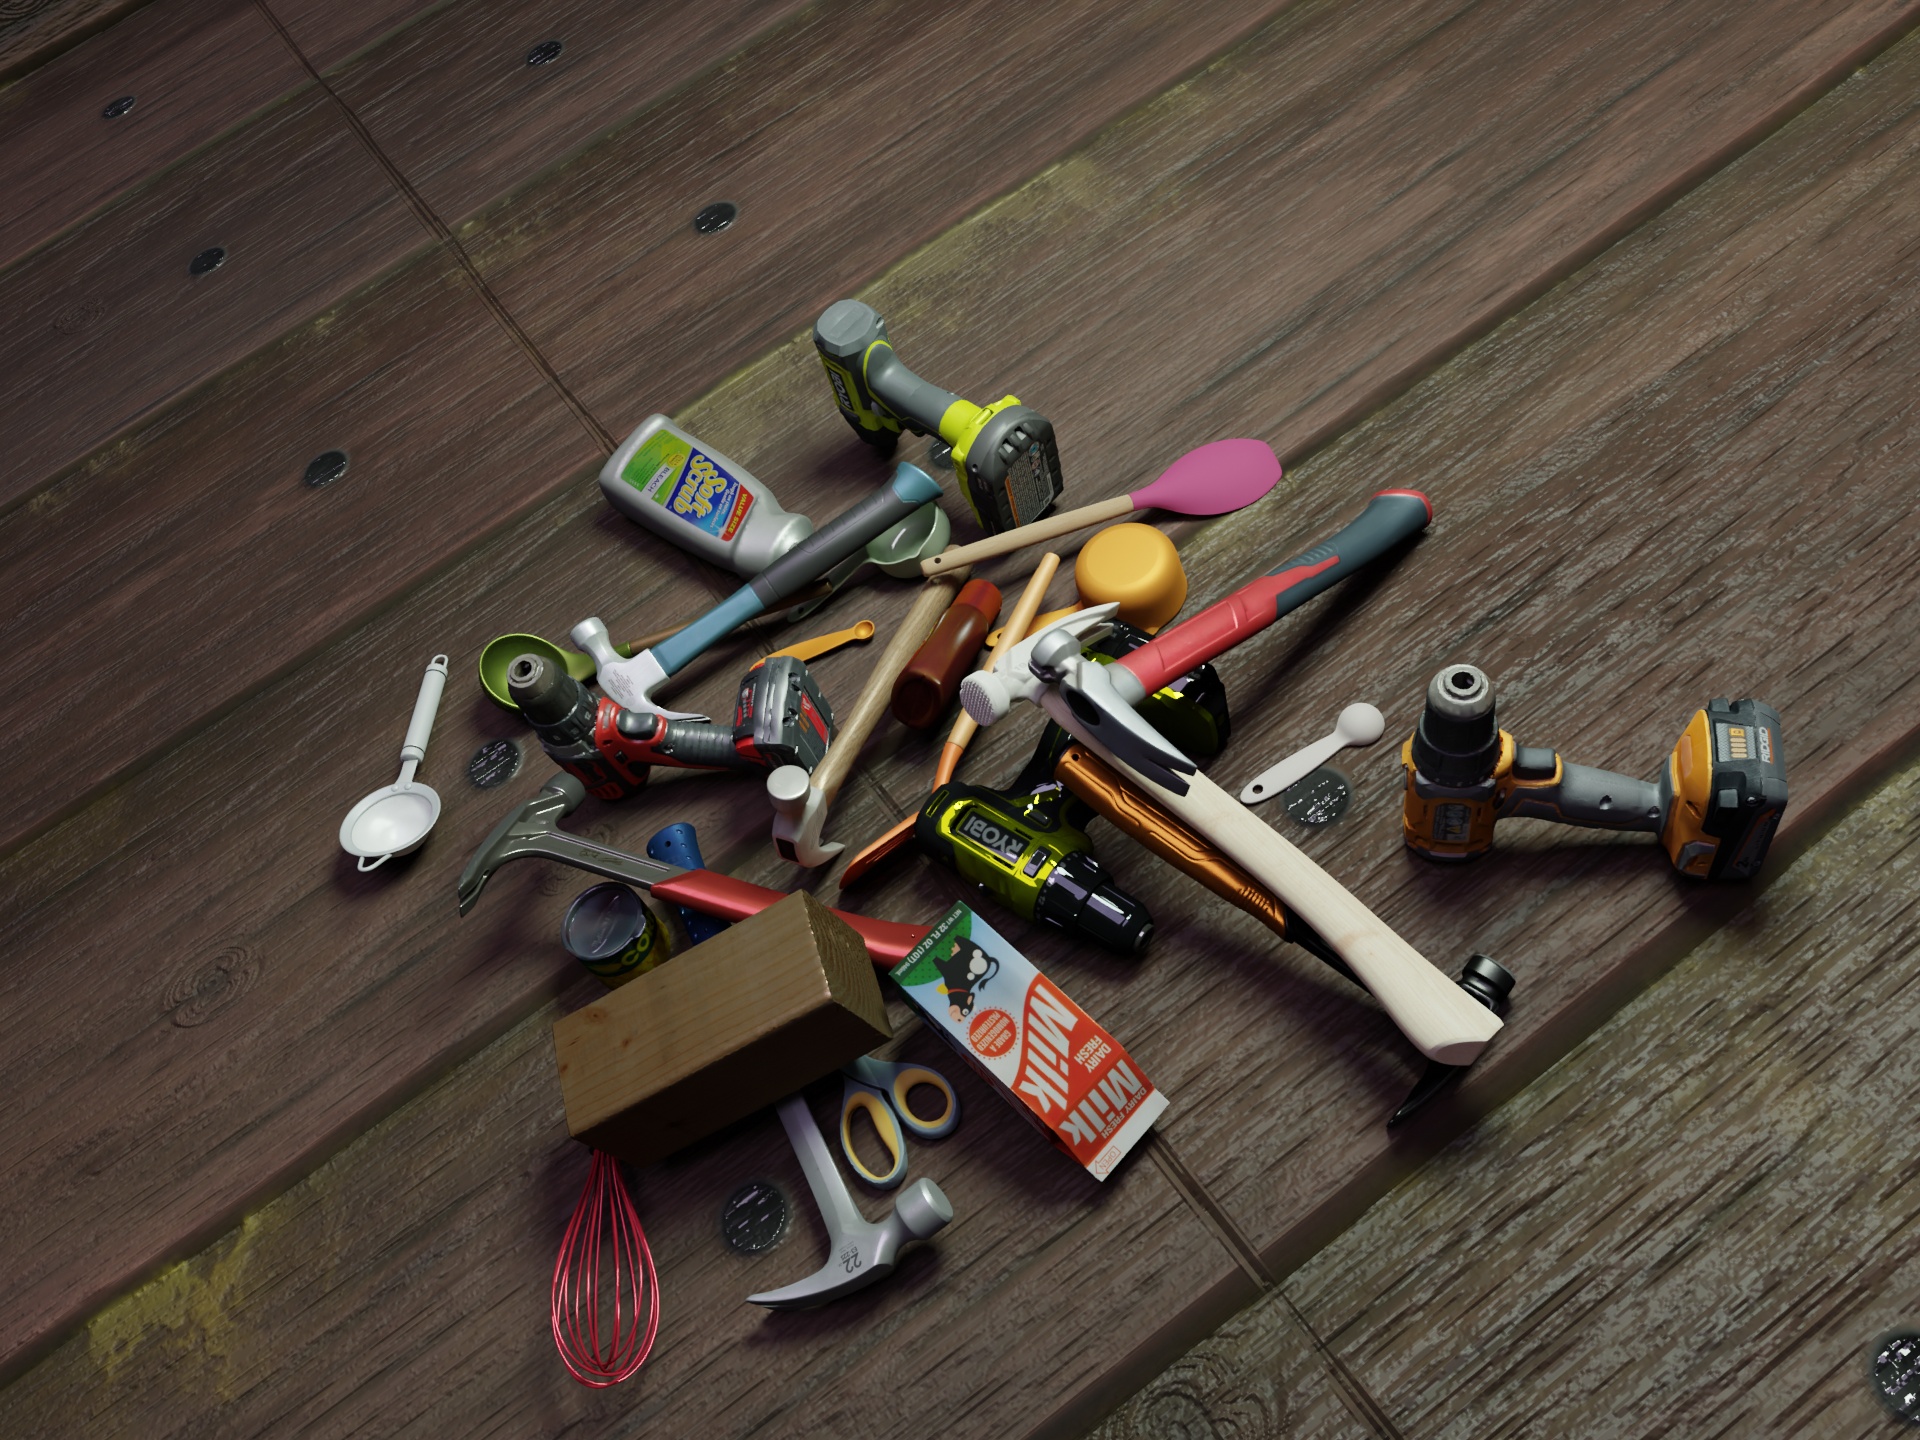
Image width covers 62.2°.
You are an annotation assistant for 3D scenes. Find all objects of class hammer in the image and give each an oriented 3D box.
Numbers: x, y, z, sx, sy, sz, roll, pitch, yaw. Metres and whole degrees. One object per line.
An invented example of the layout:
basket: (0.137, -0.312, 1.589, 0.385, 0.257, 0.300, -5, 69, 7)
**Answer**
hammer: (-0.161, -0.115, 1.346, 0.331, 0.033, 0.128, -35, 84, -1)
hammer: (-0.064, -0.020, 1.265, 0.031, 0.130, 0.331, 18, 52, 15)
hammer: (0.233, -0.077, 1.154, 0.386, 0.038, 0.143, -29, 60, -33)
hammer: (0.188, 0.069, 1.058, 0.146, 0.038, 0.411, -31, 60, -32)
hammer: (0.194, 0.123, 1.072, 0.337, 0.034, 0.127, 36, 73, 19)
hammer: (-0.180, 0.135, 1.170, 0.359, 0.036, 0.149, 16, 38, 11)
hammer: (-0.150, 0.230, 1.148, 0.144, 0.035, 0.406, -37, 51, 4)

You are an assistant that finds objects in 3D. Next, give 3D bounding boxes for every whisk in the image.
whisk: (-0.250, 0.319, 1.117, 0.073, 0.073, 0.296, -17, 47, 6)

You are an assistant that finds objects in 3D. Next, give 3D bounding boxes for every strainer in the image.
strainer: (-0.480, 0.039, 1.392, 0.087, 0.050, 0.259, -6, 49, 7)

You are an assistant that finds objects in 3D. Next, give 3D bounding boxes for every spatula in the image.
spatula: (-0.002, -0.004, 1.242, 0.041, 0.081, 0.323, 27, 70, 1)

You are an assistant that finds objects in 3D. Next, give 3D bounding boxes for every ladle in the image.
ladle: (-0.266, -0.075, 1.381, 0.320, 0.062, 0.078, -17, 63, 8)

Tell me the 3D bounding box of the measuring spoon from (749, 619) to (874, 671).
measuring spoon: (-0.127, -0.059, 1.365, 0.117, 0.011, 0.021, -20, 52, 9)

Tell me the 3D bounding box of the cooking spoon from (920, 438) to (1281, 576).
cooking spoon: (0.118, -0.174, 1.326, 0.319, 0.017, 0.069, -19, 66, -8)

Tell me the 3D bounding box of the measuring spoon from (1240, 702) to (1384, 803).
measuring spoon: (0.259, 0.024, 1.176, 0.124, 0.018, 0.034, -32, 53, -4)

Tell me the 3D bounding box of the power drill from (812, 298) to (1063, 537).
power drill: (-0.021, -0.251, 1.374, 0.223, 0.171, 0.080, 37, 75, 25)

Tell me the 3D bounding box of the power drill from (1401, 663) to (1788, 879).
power drill: (0.402, 0.030, 1.026, 0.226, 0.185, 0.084, 2, 56, 16)

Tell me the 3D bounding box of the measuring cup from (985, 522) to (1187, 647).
measuring cup: (0.097, -0.104, 1.294, 0.173, 0.052, 0.095, -19, 53, 4)

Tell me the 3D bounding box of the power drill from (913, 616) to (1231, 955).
power drill: (0.102, 0.050, 1.174, 0.191, 0.080, 0.228, 29, 71, 26)

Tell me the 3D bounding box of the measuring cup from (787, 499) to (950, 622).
measuring cup: (-0.079, -0.132, 1.389, 0.167, 0.038, 0.083, -38, 50, 11)

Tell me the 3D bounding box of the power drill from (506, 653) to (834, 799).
power drill: (-0.229, 0.001, 1.248, 0.227, 0.187, 0.080, -2, 63, 12)
